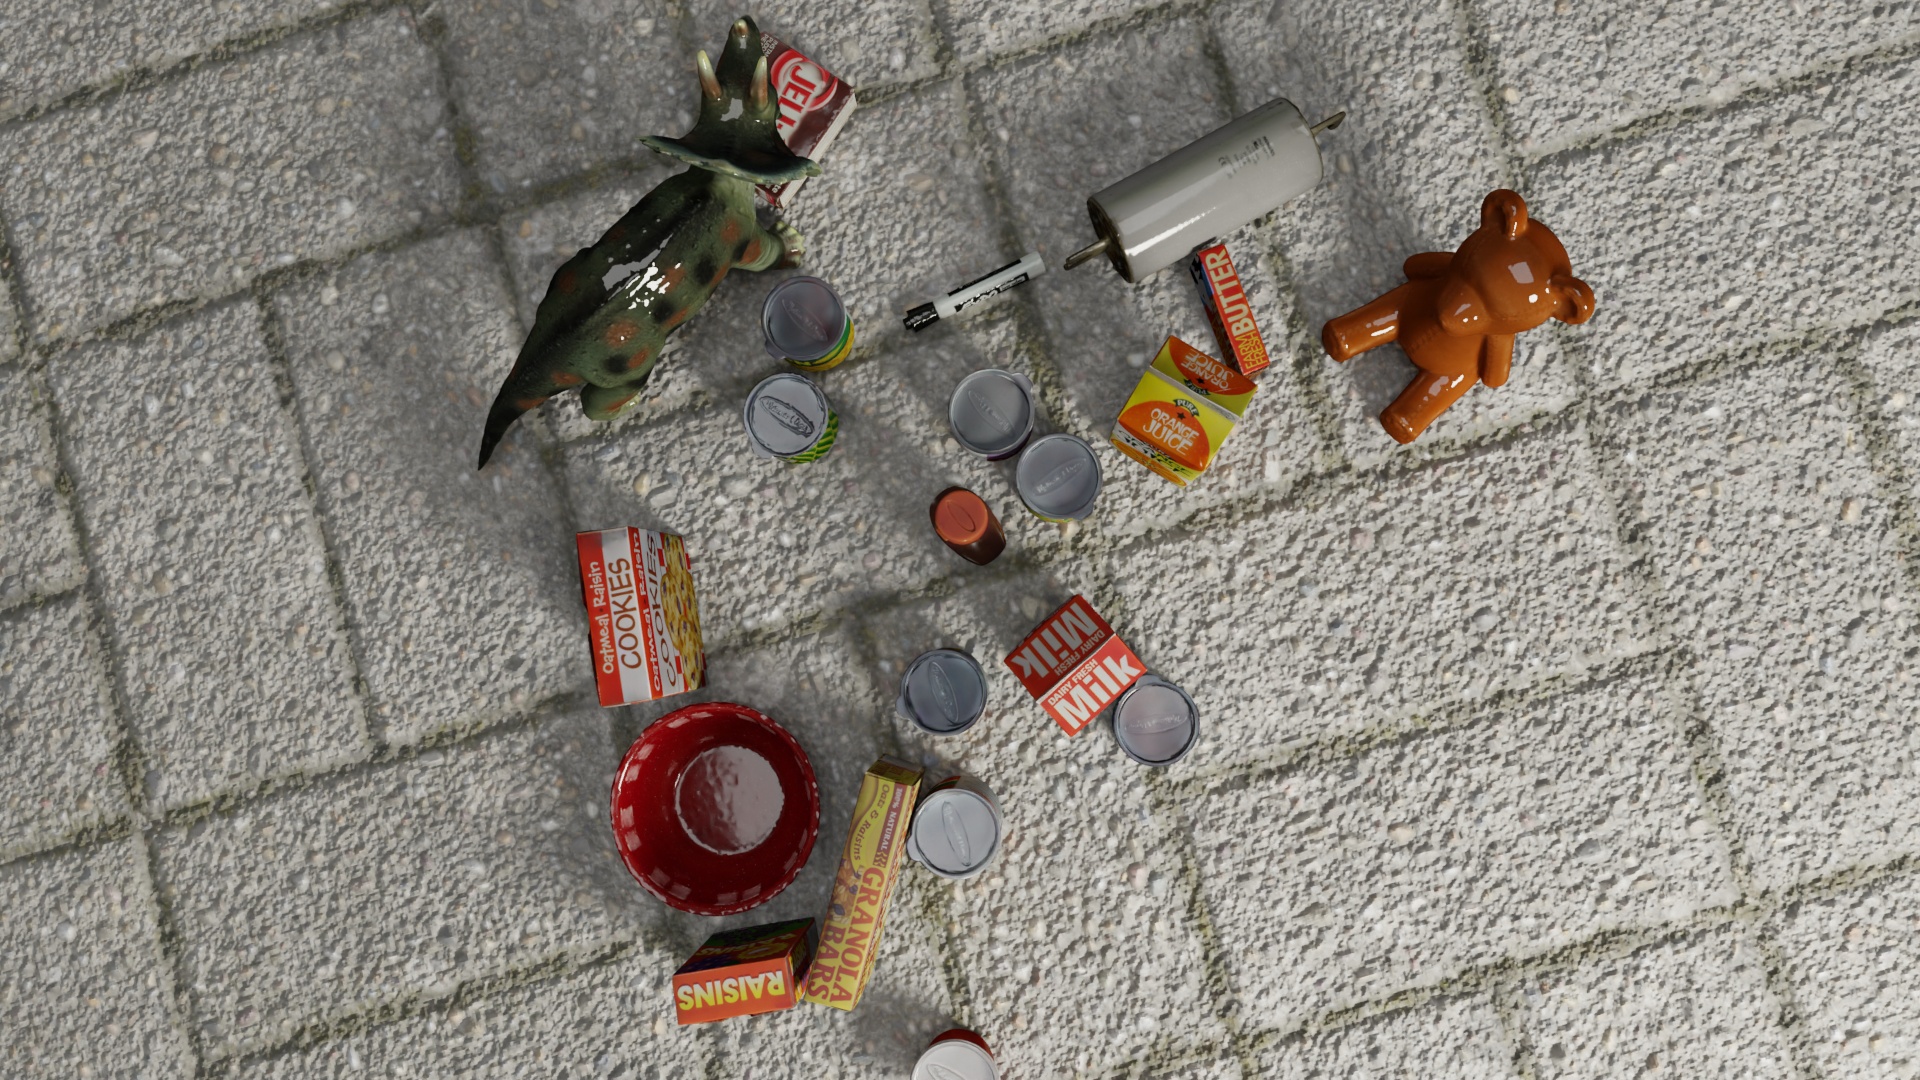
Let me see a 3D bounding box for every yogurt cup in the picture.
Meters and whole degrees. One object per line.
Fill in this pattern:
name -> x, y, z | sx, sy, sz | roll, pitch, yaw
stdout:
yogurt cup -> -0.003, 0.406, 1.055 | 0.072, 0.054, 0.072 | 0, 87, 3

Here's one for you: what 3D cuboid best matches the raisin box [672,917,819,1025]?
raisin box -> -0.156, 0.319, 1.033 | 0.086, 0.123, 0.040 | -9, 87, 3

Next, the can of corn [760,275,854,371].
can of corn -> -0.121, -0.167, 1.094 | 0.071, 0.058, 0.071 | 0, 87, 3

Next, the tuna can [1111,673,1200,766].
tuna can -> 0.150, 0.138, 1.074 | 0.071, 0.033, 0.071 | 0, 87, 3

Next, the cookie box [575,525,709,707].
cookie box -> -0.234, 0.056, 1.031 | 0.040, 0.167, 0.123 | -10, 86, 3

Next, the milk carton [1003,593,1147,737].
milk carton -> 0.082, 0.088, 1.001 | 0.072, 0.190, 0.073 | -42, 86, 0

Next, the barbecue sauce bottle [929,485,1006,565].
barbecue sauce bottle -> 0.004, -0.013, 1.032 | 0.043, 0.148, 0.065 | -41, 86, 1

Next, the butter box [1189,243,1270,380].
butter box -> 0.209, -0.175, 1.079 | 0.024, 0.053, 0.103 | -20, 86, 2

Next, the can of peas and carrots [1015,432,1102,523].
can of peas and carrots -> 0.078, -0.045, 1.076 | 0.071, 0.058, 0.071 | 0, 87, 3

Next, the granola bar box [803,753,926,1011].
granola bar box -> -0.067, 0.249, 1.032 | 0.039, 0.124, 0.165 | 15, 88, 4

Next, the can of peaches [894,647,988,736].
can of peaches -> -0.014, 0.116, 1.071 | 0.071, 0.058, 0.071 | 0, 87, 3

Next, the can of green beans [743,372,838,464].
can of green beans -> -0.132, -0.095, 1.090 | 0.071, 0.058, 0.071 | 0, 87, 3

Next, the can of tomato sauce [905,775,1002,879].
can of tomato sauce -> -0.003, 0.217, 1.052 | 0.071, 0.083, 0.071 | 0, 87, 3

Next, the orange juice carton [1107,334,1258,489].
orange juice carton -> 0.159, -0.093, 1.007 | 0.072, 0.192, 0.073 | 32, 89, 4

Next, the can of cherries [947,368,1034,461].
can of cherries -> 0.027, -0.098, 1.082 | 0.071, 0.058, 0.071 | 0, 87, 3
